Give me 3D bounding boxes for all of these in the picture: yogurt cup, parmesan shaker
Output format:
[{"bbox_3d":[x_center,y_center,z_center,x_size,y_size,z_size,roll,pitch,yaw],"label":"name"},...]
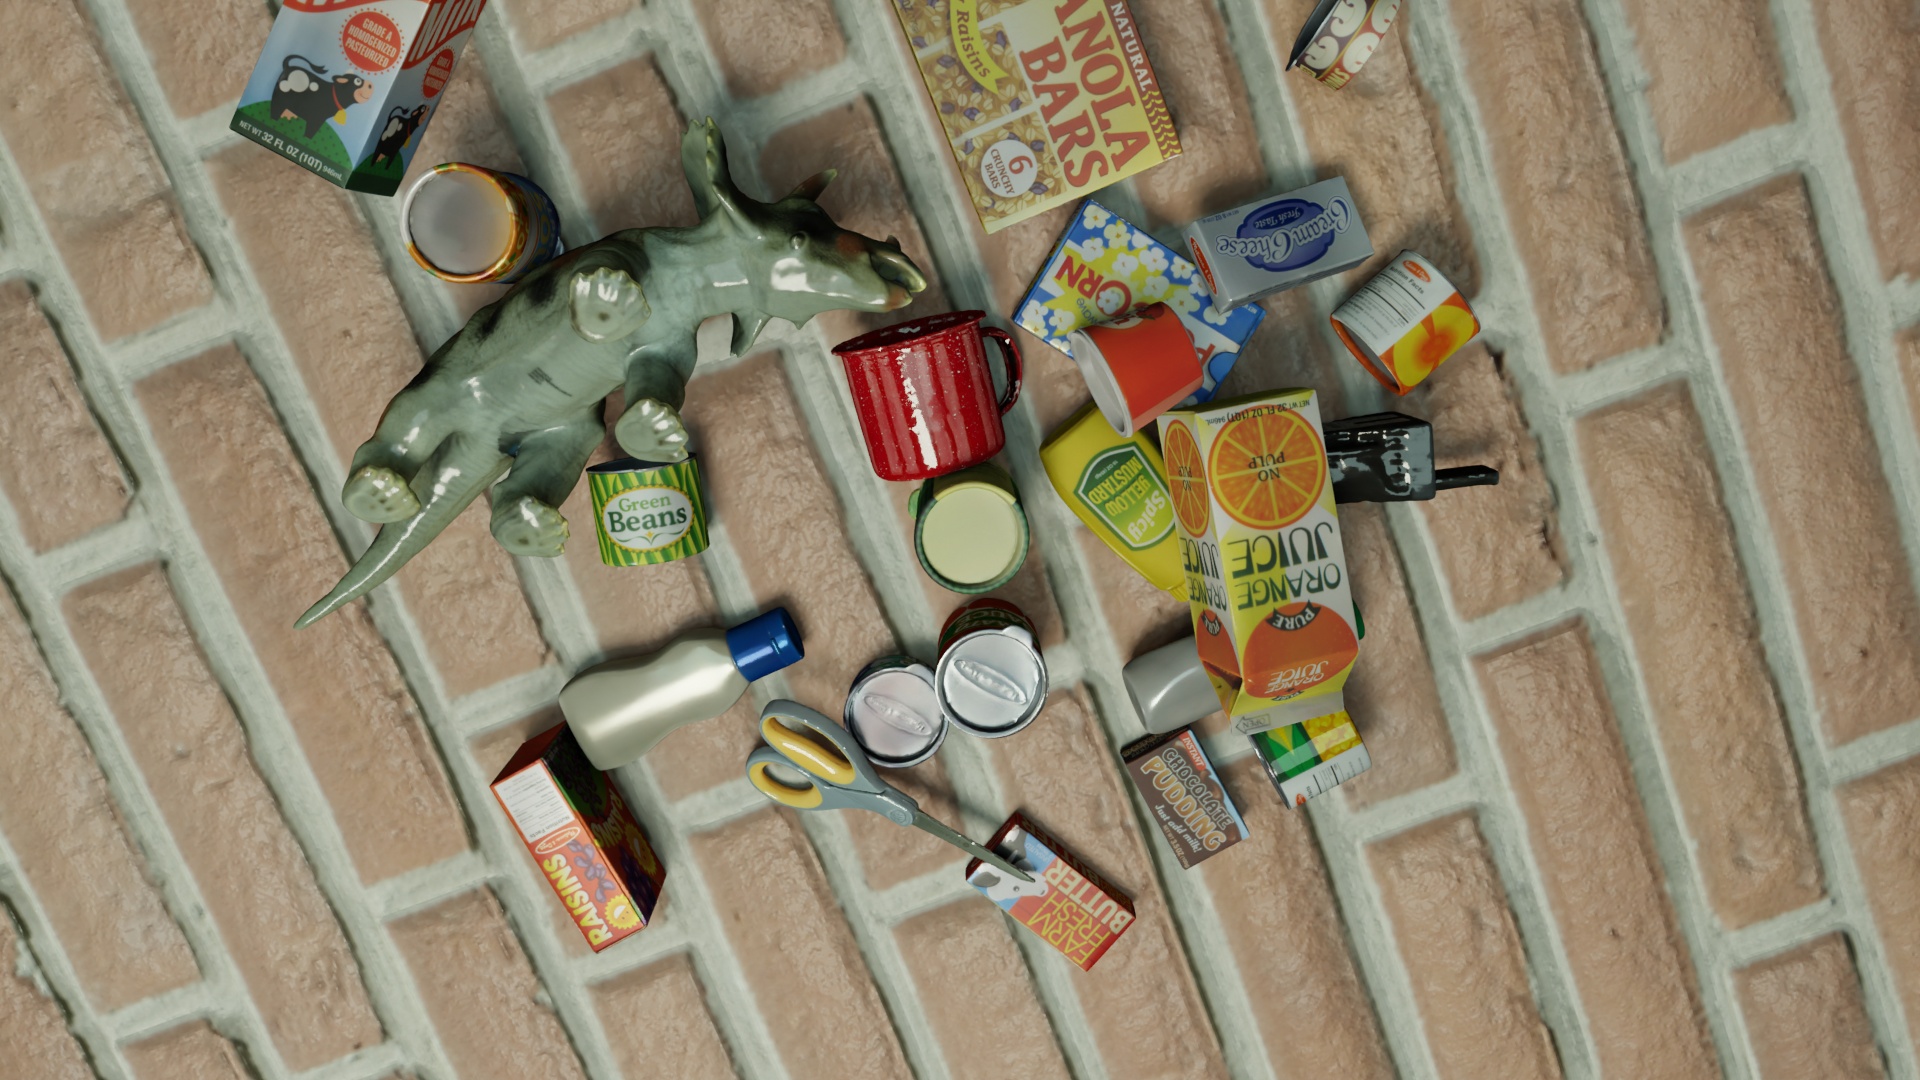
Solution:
[{"bbox_3d":[0.101,-0.099,0.785,0.054,0.072,0.072,-27,100,-3],"label":"yogurt cup"},{"bbox_3d":[0.003,-0.010,0.819,0.071,0.103,0.071,0,101,0],"label":"parmesan shaker"}]

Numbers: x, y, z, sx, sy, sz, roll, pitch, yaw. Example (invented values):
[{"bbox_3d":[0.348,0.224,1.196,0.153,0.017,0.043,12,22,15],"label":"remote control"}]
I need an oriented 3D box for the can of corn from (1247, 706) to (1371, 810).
[{"bbox_3d":[0.213,0.123,0.866,0.058,0.071,0.071,-28,100,4],"label":"can of corn"}]

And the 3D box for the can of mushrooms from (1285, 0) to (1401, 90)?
[{"bbox_3d":[0.218,-0.291,0.790,0.033,0.071,0.071,30,99,-7],"label":"can of mushrooms"}]

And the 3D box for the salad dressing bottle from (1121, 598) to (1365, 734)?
[{"bbox_3d":[0.176,0.072,0.862,0.148,0.044,0.064,-22,142,-3],"label":"salad dressing bottle"}]

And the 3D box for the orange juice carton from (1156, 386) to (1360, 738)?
[{"bbox_3d":[0.172,0.013,0.795,0.072,0.073,0.192,-12,95,-9],"label":"orange juice carton"}]

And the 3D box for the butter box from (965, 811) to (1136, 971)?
[{"bbox_3d":[0.059,0.229,0.903,0.103,0.024,0.053,38,98,-6],"label":"butter box"}]

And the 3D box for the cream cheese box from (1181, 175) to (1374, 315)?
[{"bbox_3d":[0.186,-0.173,0.810,0.104,0.024,0.053,-21,85,-17],"label":"cream cheese box"}]

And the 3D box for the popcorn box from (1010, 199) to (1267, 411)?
[{"bbox_3d":[0.105,-0.135,0.831,0.127,0.038,0.085,31,98,-6],"label":"popcorn box"}]

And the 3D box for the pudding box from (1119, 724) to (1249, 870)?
[{"bbox_3d":[0.144,0.162,0.889,0.049,0.030,0.083,-29,99,4],"label":"pudding box"}]

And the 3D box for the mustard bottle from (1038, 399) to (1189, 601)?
[{"bbox_3d":[0.117,-0.012,0.848,0.065,0.049,0.160,-41,98,9],"label":"mustard bottle"}]

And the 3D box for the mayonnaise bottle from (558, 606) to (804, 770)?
[{"bbox_3d":[-0.171,0.087,0.868,0.148,0.041,0.064,-24,101,3],"label":"mayonnaise bottle"}]

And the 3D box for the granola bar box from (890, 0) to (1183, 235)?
[{"bbox_3d":[0.041,-0.277,0.804,0.124,0.039,0.165,-22,99,4],"label":"granola bar box"}]

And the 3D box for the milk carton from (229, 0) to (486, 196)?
[{"bbox_3d":[-0.324,-0.296,0.780,0.072,0.073,0.190,28,99,-5],"label":"milk carton"}]

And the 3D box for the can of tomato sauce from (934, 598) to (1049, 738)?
[{"bbox_3d":[0.018,0.074,0.845,0.071,0.083,0.071,0,101,0],"label":"can of tomato sauce"}]

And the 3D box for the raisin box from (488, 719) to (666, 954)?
[{"bbox_3d":[-0.233,0.180,0.860,0.040,0.086,0.123,-28,99,0],"label":"raisin box"}]

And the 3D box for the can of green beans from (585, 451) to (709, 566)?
[{"bbox_3d":[-0.187,-0.019,0.835,0.071,0.071,0.057,-7,101,1],"label":"can of green beans"}]

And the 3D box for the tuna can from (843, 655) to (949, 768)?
[{"bbox_3d":[-0.039,0.105,0.875,0.071,0.033,0.071,0,100,-1],"label":"tuna can"}]

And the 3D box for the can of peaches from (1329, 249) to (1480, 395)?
[{"bbox_3d":[0.262,-0.127,0.821,0.058,0.071,0.071,-42,98,7],"label":"can of peaches"}]

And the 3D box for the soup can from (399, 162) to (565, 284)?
[{"bbox_3d":[-0.271,-0.179,0.796,0.071,0.084,0.071,0,101,-1],"label":"soup can"}]
